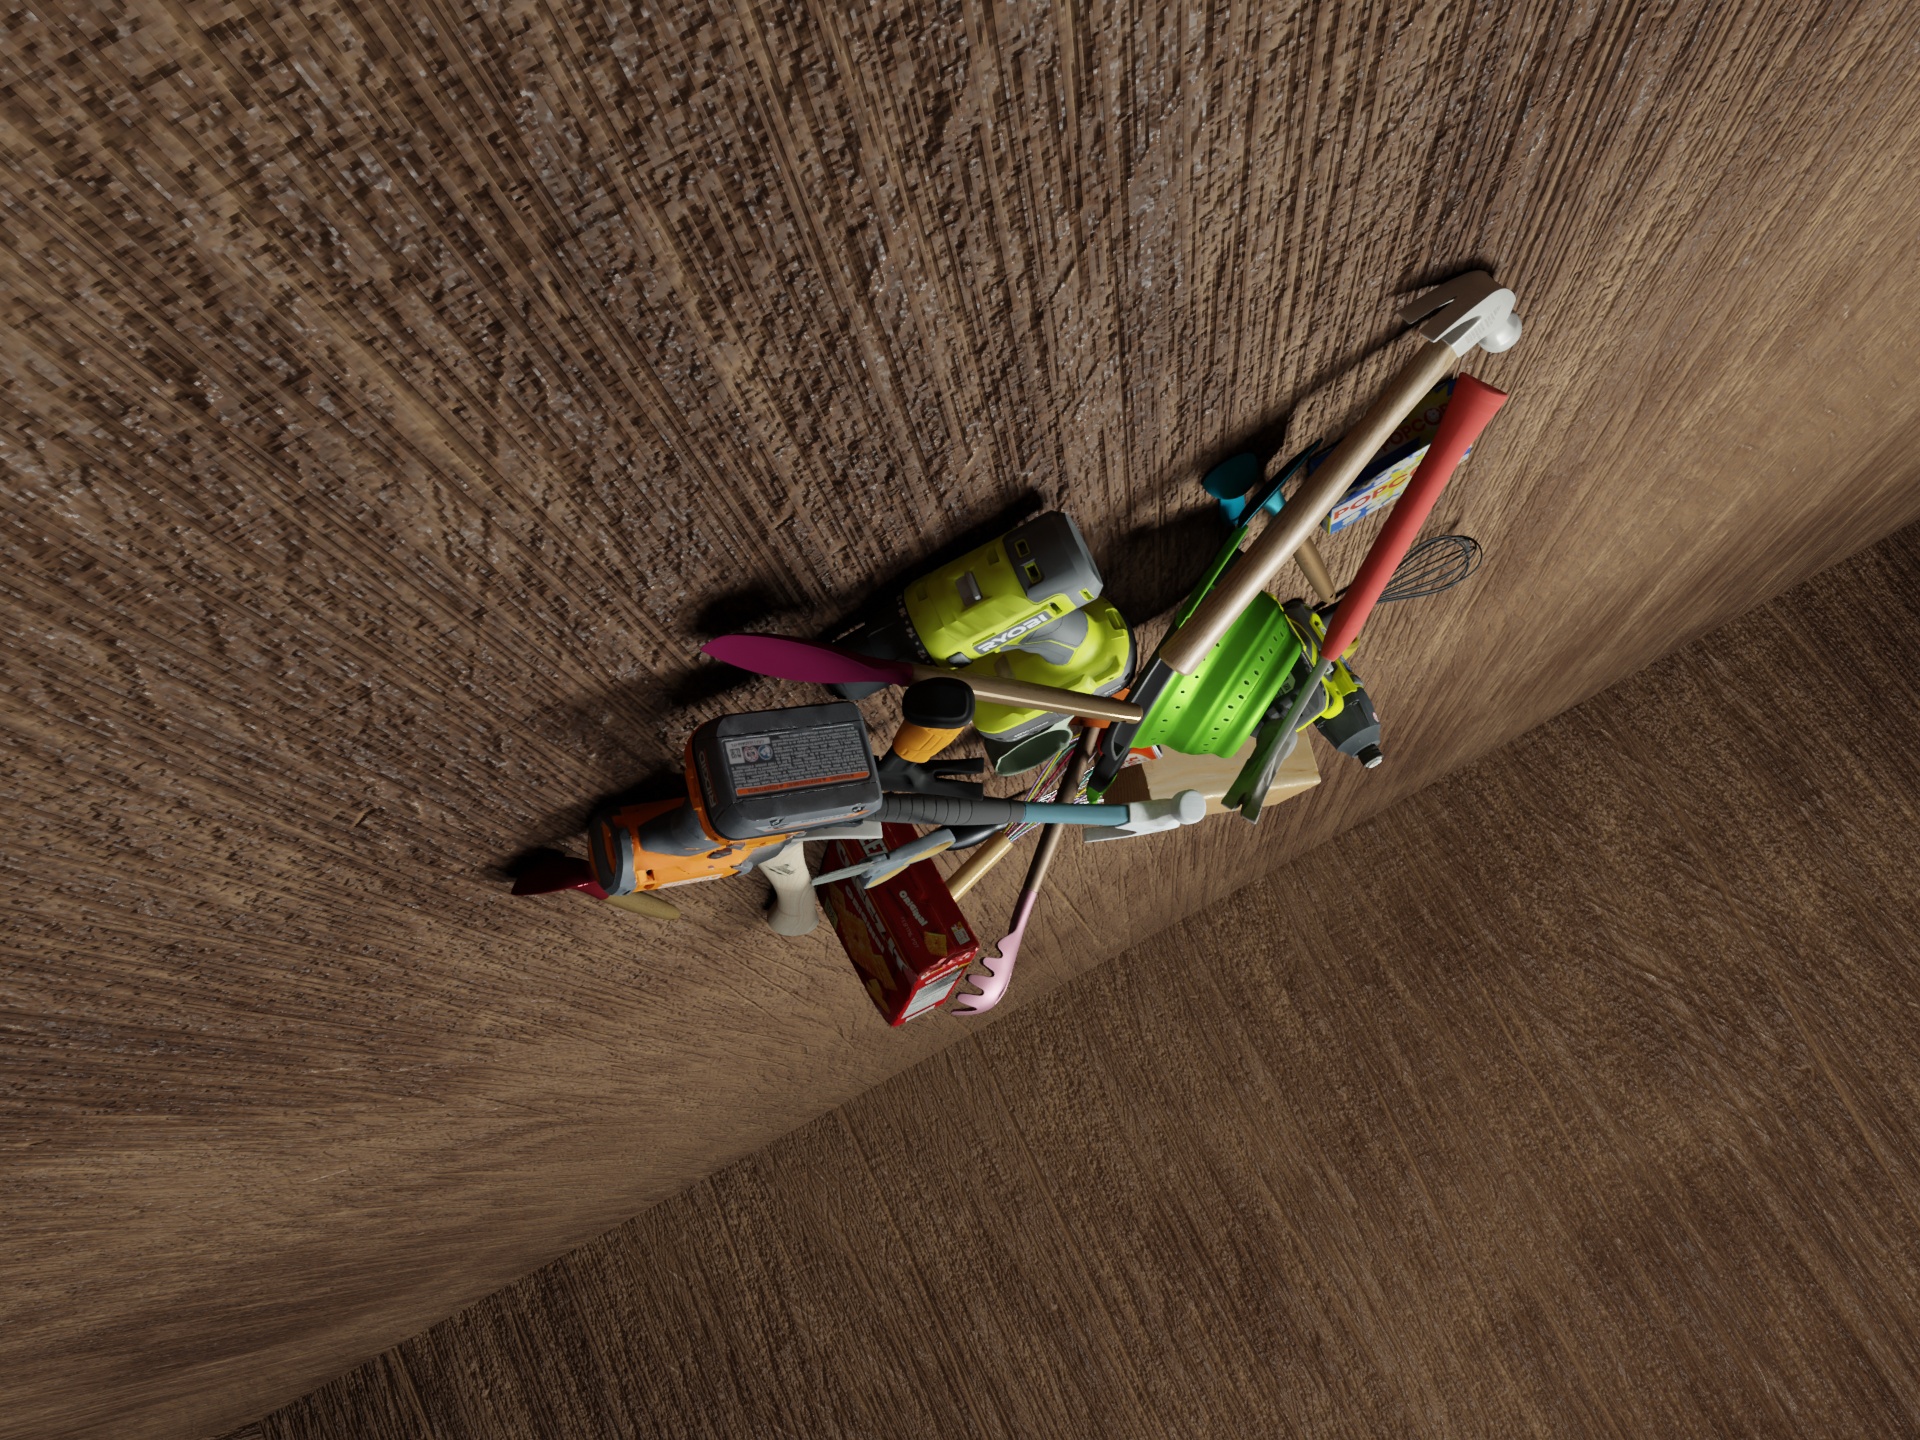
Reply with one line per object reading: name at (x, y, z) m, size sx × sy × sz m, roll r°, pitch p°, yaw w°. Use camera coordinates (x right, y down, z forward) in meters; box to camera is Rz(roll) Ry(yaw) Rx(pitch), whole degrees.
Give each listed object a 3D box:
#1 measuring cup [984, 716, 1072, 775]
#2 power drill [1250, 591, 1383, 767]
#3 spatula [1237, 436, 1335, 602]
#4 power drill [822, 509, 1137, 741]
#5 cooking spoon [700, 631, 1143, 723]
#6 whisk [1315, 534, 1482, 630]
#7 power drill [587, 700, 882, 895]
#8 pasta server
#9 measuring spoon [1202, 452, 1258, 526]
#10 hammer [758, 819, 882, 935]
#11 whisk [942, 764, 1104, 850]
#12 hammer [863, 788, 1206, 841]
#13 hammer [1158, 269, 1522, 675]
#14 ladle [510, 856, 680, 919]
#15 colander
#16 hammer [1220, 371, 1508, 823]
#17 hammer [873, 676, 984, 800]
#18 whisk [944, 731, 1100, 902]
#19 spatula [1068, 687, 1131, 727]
measuring cup at (0.078, -0.012, 1.373) m, size 0.083 × 0.038 × 0.167 m, roll -9°, pitch 151°, yaw -39°
power drill at (0.305, -0.037, 1.434) m, size 0.080 × 0.171 × 0.223 m, roll -37°, pitch 158°, yaw 24°
spatula at (0.262, -0.137, 1.220) m, size 0.082 × 0.044 × 0.317 m, roll -48°, pitch 154°, yaw 5°
power drill at (0.021, -0.052, 1.096) m, size 0.190 × 0.080 × 0.228 m, roll -27°, pitch 162°, yaw 13°
cooking spoon at (-0.012, -0.026, 1.002) m, size 0.318 × 0.017 × 0.069 m, roll 9°, pitch 163°, yaw -32°
whisk at (0.400, -0.116, 1.566) m, size 0.239 × 0.055 × 0.055 m, roll -28°, pitch 164°, yaw 12°
power drill at (-0.143, 0.058, 1.087) m, size 0.164 × 0.084 × 0.226 m, roll -7°, pitch 165°, yaw -34°
pasta server at (0.067, 0.129, 1.473) m, size 0.060 × 0.040 × 0.316 m, roll 104°, pitch 8°, yaw -81°
measuring spoon at (0.202, -0.159, 1.161) m, size 0.042 × 0.021 × 0.128 m, roll -30°, pitch 163°, yaw 4°
hammer at (-0.142, 0.139, 1.410) m, size 0.146 × 0.038 × 0.410 m, roll -7°, pitch 163°, yaw -4°
whisk at (0.104, 0.083, 1.672) m, size 0.284 × 0.070 × 0.070 m, roll -18°, pitch 161°, yaw -17°
hammer at (0.038, 0.078, 1.376) m, size 0.331 × 0.033 × 0.128 m, roll 3°, pitch 167°, yaw -22°
hammer at (0.249, -0.162, 1.075) m, size 0.331 × 0.031 × 0.130 m, roll -51°, pitch 156°, yaw 15°
ladle at (-0.274, 0.139, 1.265) m, size 0.069 × 0.031 × 0.315 m, roll -7°, pitch 167°, yaw 6°
colander at (0.188, -0.002, 1.314) m, size 0.204 × 0.094 × 0.396 m, roll -53°, pitch 172°, yaw -27°
hammer at (0.297, -0.089, 1.186) m, size 0.149 × 0.037 × 0.359 m, roll -45°, pitch 162°, yaw -59°
hammer at (-0.023, 0.017, 1.091) m, size 0.127 × 0.034 × 0.337 m, roll 5°, pitch 170°, yaw -7°
whisk at (0.055, 0.097, 1.543) m, size 0.245 × 0.051 × 0.047 m, roll -43°, pitch 143°, yaw -16°
spatula at (0.214, -0.034, 1.502) m, size 0.322 × 0.041 × 0.081 m, roll -13°, pitch 156°, yaw -39°
